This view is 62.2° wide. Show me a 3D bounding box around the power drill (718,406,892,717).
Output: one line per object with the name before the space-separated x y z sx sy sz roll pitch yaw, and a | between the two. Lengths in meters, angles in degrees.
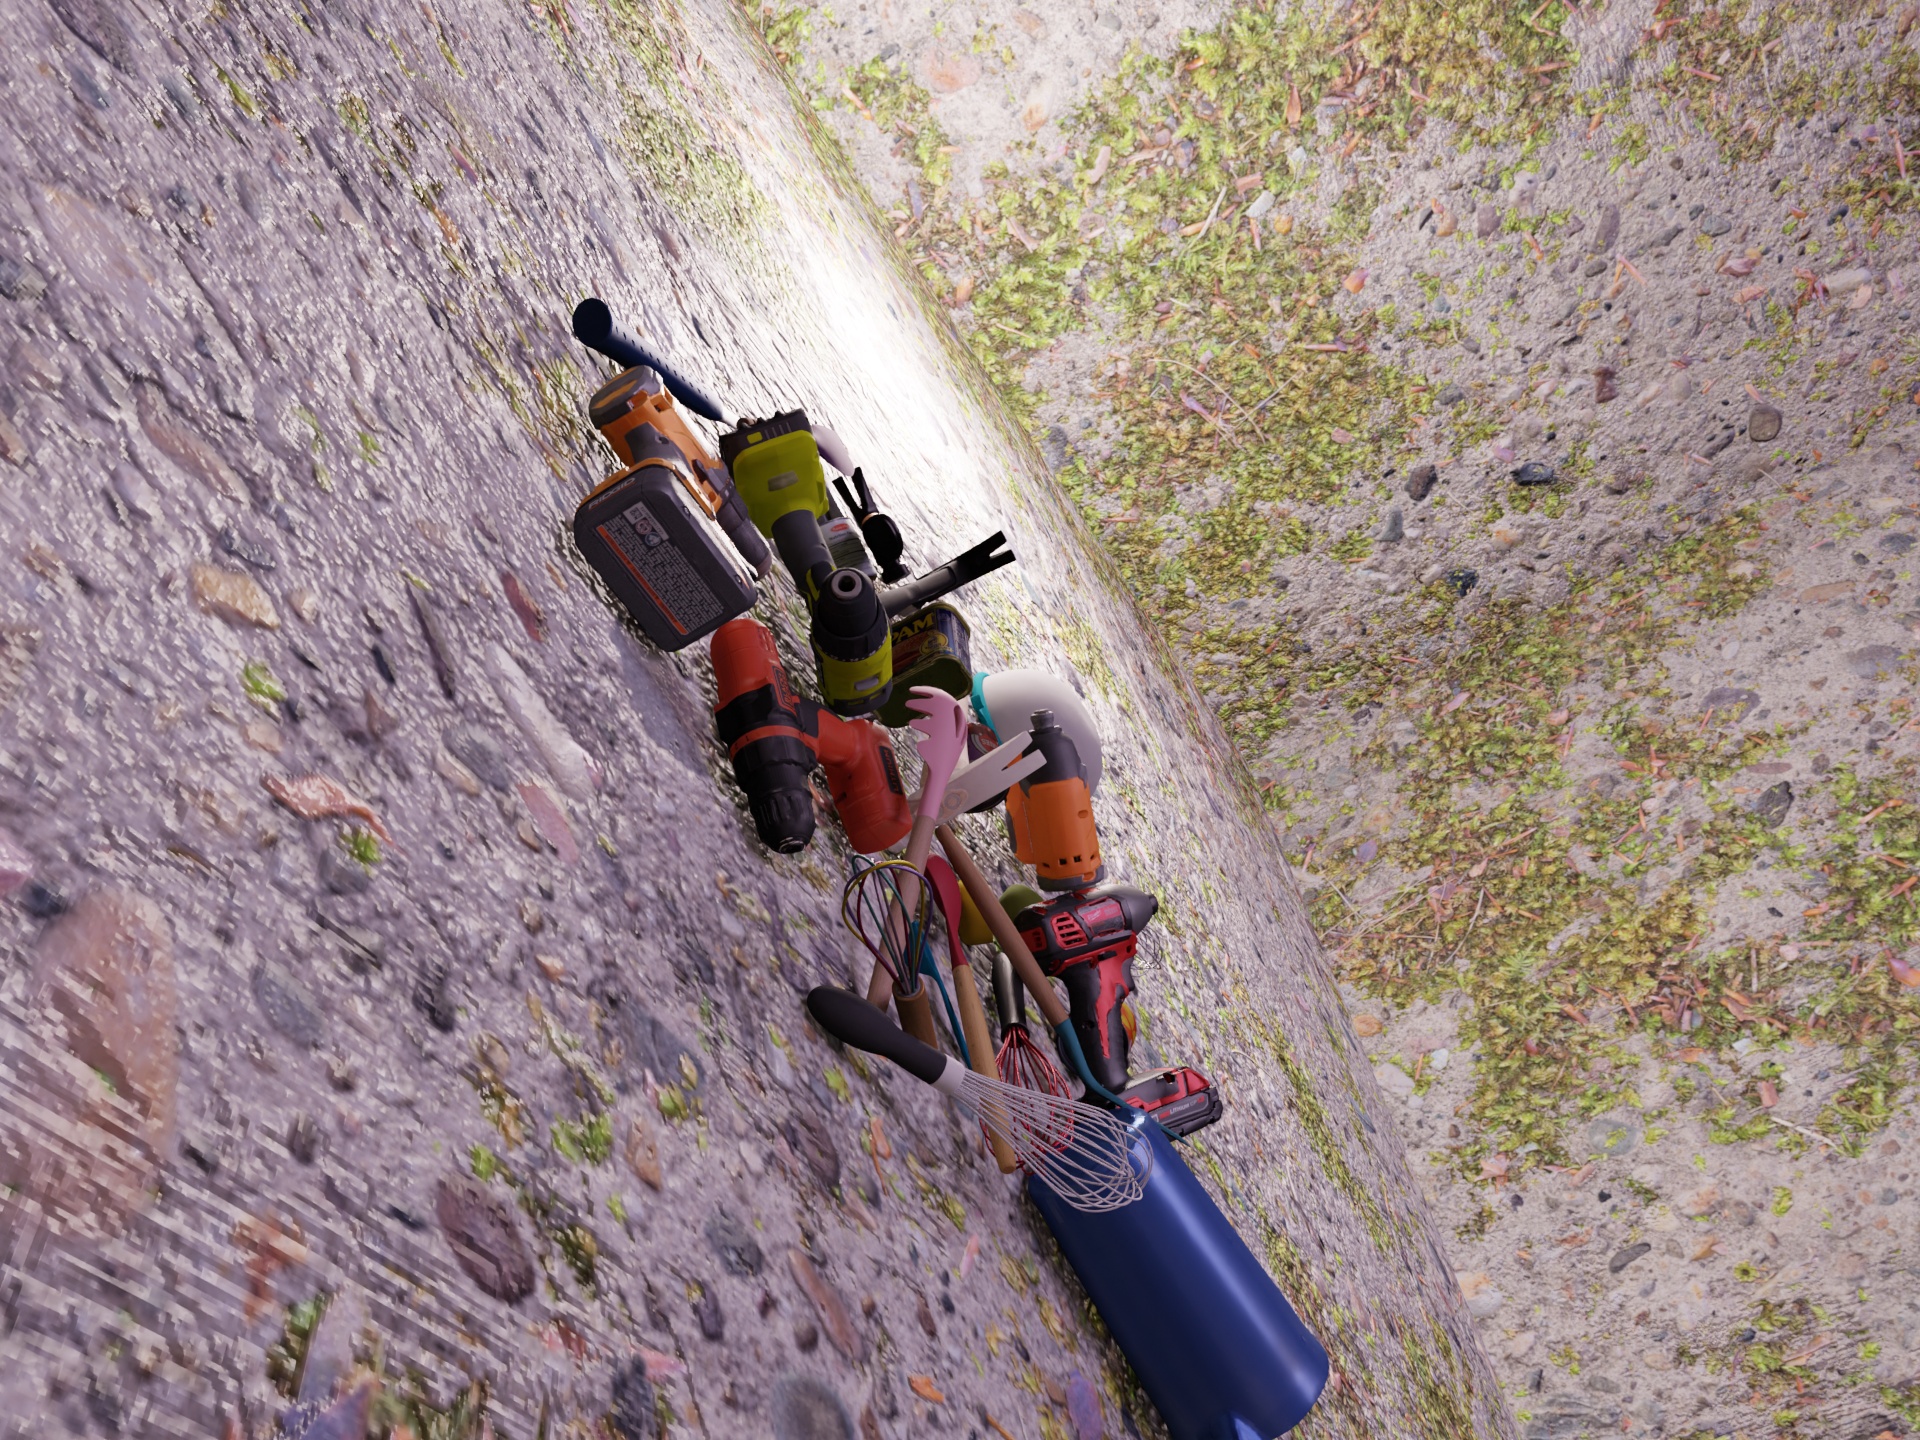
power drill | -0.118 -0.133 1.277 0.190 0.080 0.229 93 -27 -68

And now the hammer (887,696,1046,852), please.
hammer | -0.002 -0.005 1.448 0.038 0.146 0.411 57 10 -16

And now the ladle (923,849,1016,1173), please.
ladle | 0.004 0.207 1.194 0.316 0.031 0.069 -106 177 -51

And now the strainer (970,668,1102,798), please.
strainer | 0.114 0.002 1.893 0.211 0.095 0.340 59 16 -8

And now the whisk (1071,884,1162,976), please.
whisk | 0.150 0.201 1.752 0.246 0.058 0.059 50 -17 -29

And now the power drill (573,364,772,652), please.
power drill | -0.194 -0.136 1.129 0.185 0.084 0.226 55 11 -31

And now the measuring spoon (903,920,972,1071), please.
measuring spoon | -0.019 0.213 1.193 0.042 0.021 0.128 -98 167 -85

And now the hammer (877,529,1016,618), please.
hammer | -0.052 -0.119 1.519 0.035 0.146 0.335 62 22 -3

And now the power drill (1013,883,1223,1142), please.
power drill | 0.136 0.249 1.356 0.143 0.078 0.220 -12 81 -36

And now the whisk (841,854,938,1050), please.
whisk | -0.040 0.160 1.019 0.051 0.047 0.244 24 -32 24

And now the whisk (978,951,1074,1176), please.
whisk | 0.044 0.257 1.240 0.073 0.073 0.296 56 8 -18

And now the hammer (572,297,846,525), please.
hammer | -0.209 -0.268 1.404 0.144 0.035 0.405 65 15 18

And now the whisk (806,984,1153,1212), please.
whisk | 0.014 0.248 1.046 0.284 0.070 0.070 34 24 -20

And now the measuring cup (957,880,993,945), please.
measuring cup | 0.000 0.144 1.371 0.157 0.029 0.062 -118 -162 -69

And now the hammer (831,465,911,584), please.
hammer | -0.082 -0.187 1.529 0.127 0.034 0.337 63 0 -8

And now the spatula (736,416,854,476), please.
spatula | -0.149 -0.262 1.490 0.060 0.018 0.316 61 13 2

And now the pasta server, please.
pasta server | -0.038 0.095 1.150 0.316 0.040 0.060 -76 148 -40

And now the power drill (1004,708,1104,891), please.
power drill | 0.085 0.070 1.518 0.226 0.084 0.164 -153 -127 -88

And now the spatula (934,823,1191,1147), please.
spatula | 0.075 0.213 1.271 0.317 0.044 0.082 57 -5 9

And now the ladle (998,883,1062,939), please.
ladle | 0.090 0.185 1.539 0.078 0.062 0.320 55 10 8
